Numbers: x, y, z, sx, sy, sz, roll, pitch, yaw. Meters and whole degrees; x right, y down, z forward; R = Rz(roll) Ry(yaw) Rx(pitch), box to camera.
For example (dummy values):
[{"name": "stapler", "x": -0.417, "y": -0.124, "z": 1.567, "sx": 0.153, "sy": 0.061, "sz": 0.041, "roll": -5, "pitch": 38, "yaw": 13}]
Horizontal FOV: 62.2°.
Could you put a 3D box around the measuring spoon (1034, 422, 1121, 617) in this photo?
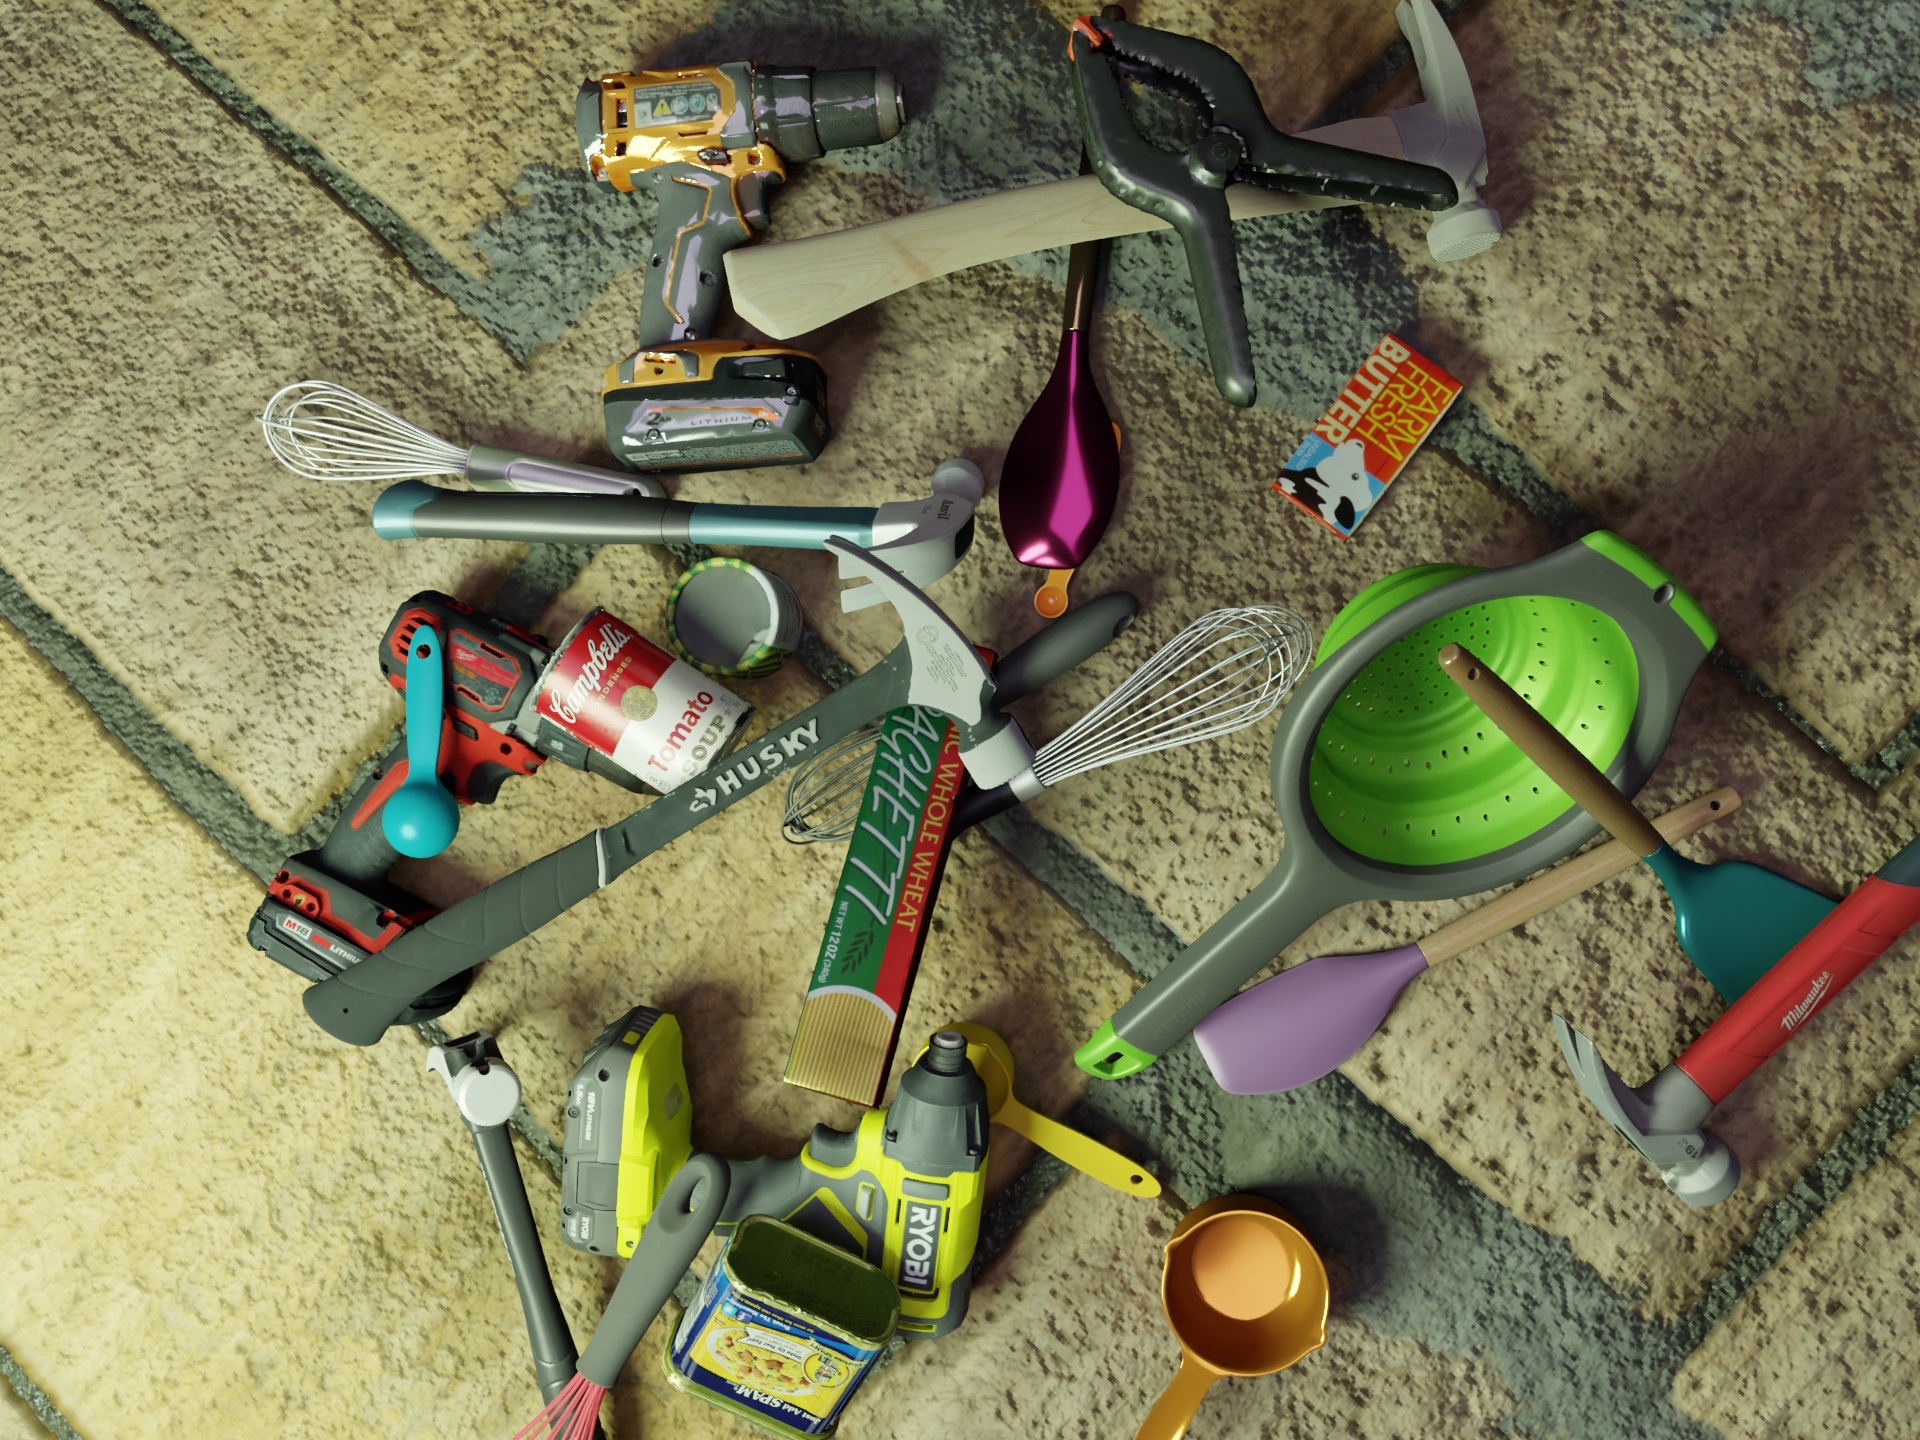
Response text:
[{"name": "measuring spoon", "x": 0.068, "y": -0.113, "z": 0.900, "sx": 0.021, "sy": 0.011, "sz": 0.117, "roll": 19, "pitch": 88, "yaw": 17}]

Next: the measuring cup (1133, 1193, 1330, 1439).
[{"name": "measuring cup", "x": 0.132, "y": 0.338, "z": 0.864, "sx": 0.095, "sy": 0.052, "sz": 0.173, "roll": 30, "pitch": 95, "yaw": 7}]

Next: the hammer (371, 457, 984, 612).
[{"name": "hammer", "x": -0.158, "y": -0.109, "z": 0.872, "sx": 0.331, "sy": 0.128, "sz": 0.033, "roll": 3, "pitch": 124, "yaw": 7}]

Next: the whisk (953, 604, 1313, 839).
[{"name": "whisk", "x": 0.064, "y": 0.017, "z": 0.878, "sx": 0.284, "sy": 0.070, "sz": 0.070, "roll": -29, "pitch": 86, "yaw": 12}]

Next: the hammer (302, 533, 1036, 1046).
[{"name": "hammer", "x": -0.171, "y": 0.057, "z": 0.819, "sx": 0.409, "sy": 0.036, "sz": 0.149, "roll": -30, "pitch": 98, "yaw": 10}]

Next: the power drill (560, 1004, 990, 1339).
[{"name": "power drill", "x": -0.097, "y": 0.235, "z": 0.870, "sx": 0.223, "sy": 0.080, "sz": 0.171, "roll": 8, "pitch": 106, "yaw": 6}]

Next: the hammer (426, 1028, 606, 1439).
[{"name": "hammer", "x": -0.235, "y": 0.332, "z": 0.893, "sx": 0.035, "sy": 0.146, "sz": 0.334, "roll": -17, "pitch": 99, "yaw": -24}]

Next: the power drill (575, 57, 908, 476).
[{"name": "power drill", "x": -0.117, "y": -0.261, "z": 0.893, "sx": 0.185, "sy": 0.084, "sz": 0.226, "roll": -4, "pitch": 84, "yaw": 6}]

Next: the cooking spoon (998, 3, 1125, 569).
[{"name": "cooking spoon", "x": 0.067, "y": -0.243, "z": 0.894, "sx": 0.069, "sy": 0.017, "sz": 0.319, "roll": 7, "pitch": 89, "yaw": 16}]

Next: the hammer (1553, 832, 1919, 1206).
[{"name": "hammer", "x": 0.474, "y": 0.074, "z": 0.805, "sx": 0.386, "sy": 0.038, "sz": 0.143, "roll": -44, "pitch": 113, "yaw": 2}]

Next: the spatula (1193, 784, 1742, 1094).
[{"name": "spatula", "x": 0.275, "y": 0.117, "z": 0.863, "sx": 0.316, "sy": 0.018, "sz": 0.060, "roll": -30, "pitch": 79, "yaw": 7}]

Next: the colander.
[{"name": "colander", "x": 0.194, "y": 0.042, "z": 0.839, "sx": 0.204, "sy": 0.095, "sz": 0.397, "roll": 31, "pitch": 115, "yaw": -29}]

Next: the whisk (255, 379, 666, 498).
[{"name": "whisk", "x": -0.292, "y": -0.152, "z": 0.930, "sx": 0.246, "sy": 0.059, "sz": 0.058, "roll": 12, "pitch": 101, "yaw": 3}]

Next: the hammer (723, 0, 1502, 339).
[{"name": "hammer", "x": 0.076, "y": -0.283, "z": 0.847, "sx": 0.410, "sy": 0.038, "sz": 0.146, "roll": -13, "pitch": 86, "yaw": -5}]

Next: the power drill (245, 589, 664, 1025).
[{"name": "power drill", "x": -0.278, "y": 0.059, "z": 0.912, "sx": 0.188, "sy": 0.080, "sz": 0.227, "roll": 28, "pitch": 89, "yaw": 4}]

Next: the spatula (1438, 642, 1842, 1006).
[{"name": "spatula", "x": 0.337, "y": 0.052, "z": 0.788, "sx": 0.317, "sy": 0.044, "sz": 0.082, "roll": 35, "pitch": 96, "yaw": -29}]

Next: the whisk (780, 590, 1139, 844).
[{"name": "whisk", "x": -0.001, "y": -0.002, "z": 0.890, "sx": 0.239, "sy": 0.055, "sz": 0.055, "roll": -33, "pitch": 85, "yaw": 1}]

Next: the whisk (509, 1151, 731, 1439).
[{"name": "whisk", "x": -0.198, "y": 0.353, "z": 0.821, "sx": 0.073, "sy": 0.073, "sz": 0.296, "roll": 30, "pitch": 90, "yaw": 7}]

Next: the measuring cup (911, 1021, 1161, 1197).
[{"name": "measuring cup", "x": 0.045, "y": 0.220, "z": 0.890, "sx": 0.156, "sy": 0.029, "sz": 0.062, "roll": 30, "pitch": 115, "yaw": -4}]

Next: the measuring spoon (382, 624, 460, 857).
[{"name": "measuring spoon", "x": -0.296, "y": 0.011, "z": 0.868, "sx": 0.042, "sy": 0.021, "sz": 0.128, "roll": 0, "pitch": 86, "yaw": 2}]
